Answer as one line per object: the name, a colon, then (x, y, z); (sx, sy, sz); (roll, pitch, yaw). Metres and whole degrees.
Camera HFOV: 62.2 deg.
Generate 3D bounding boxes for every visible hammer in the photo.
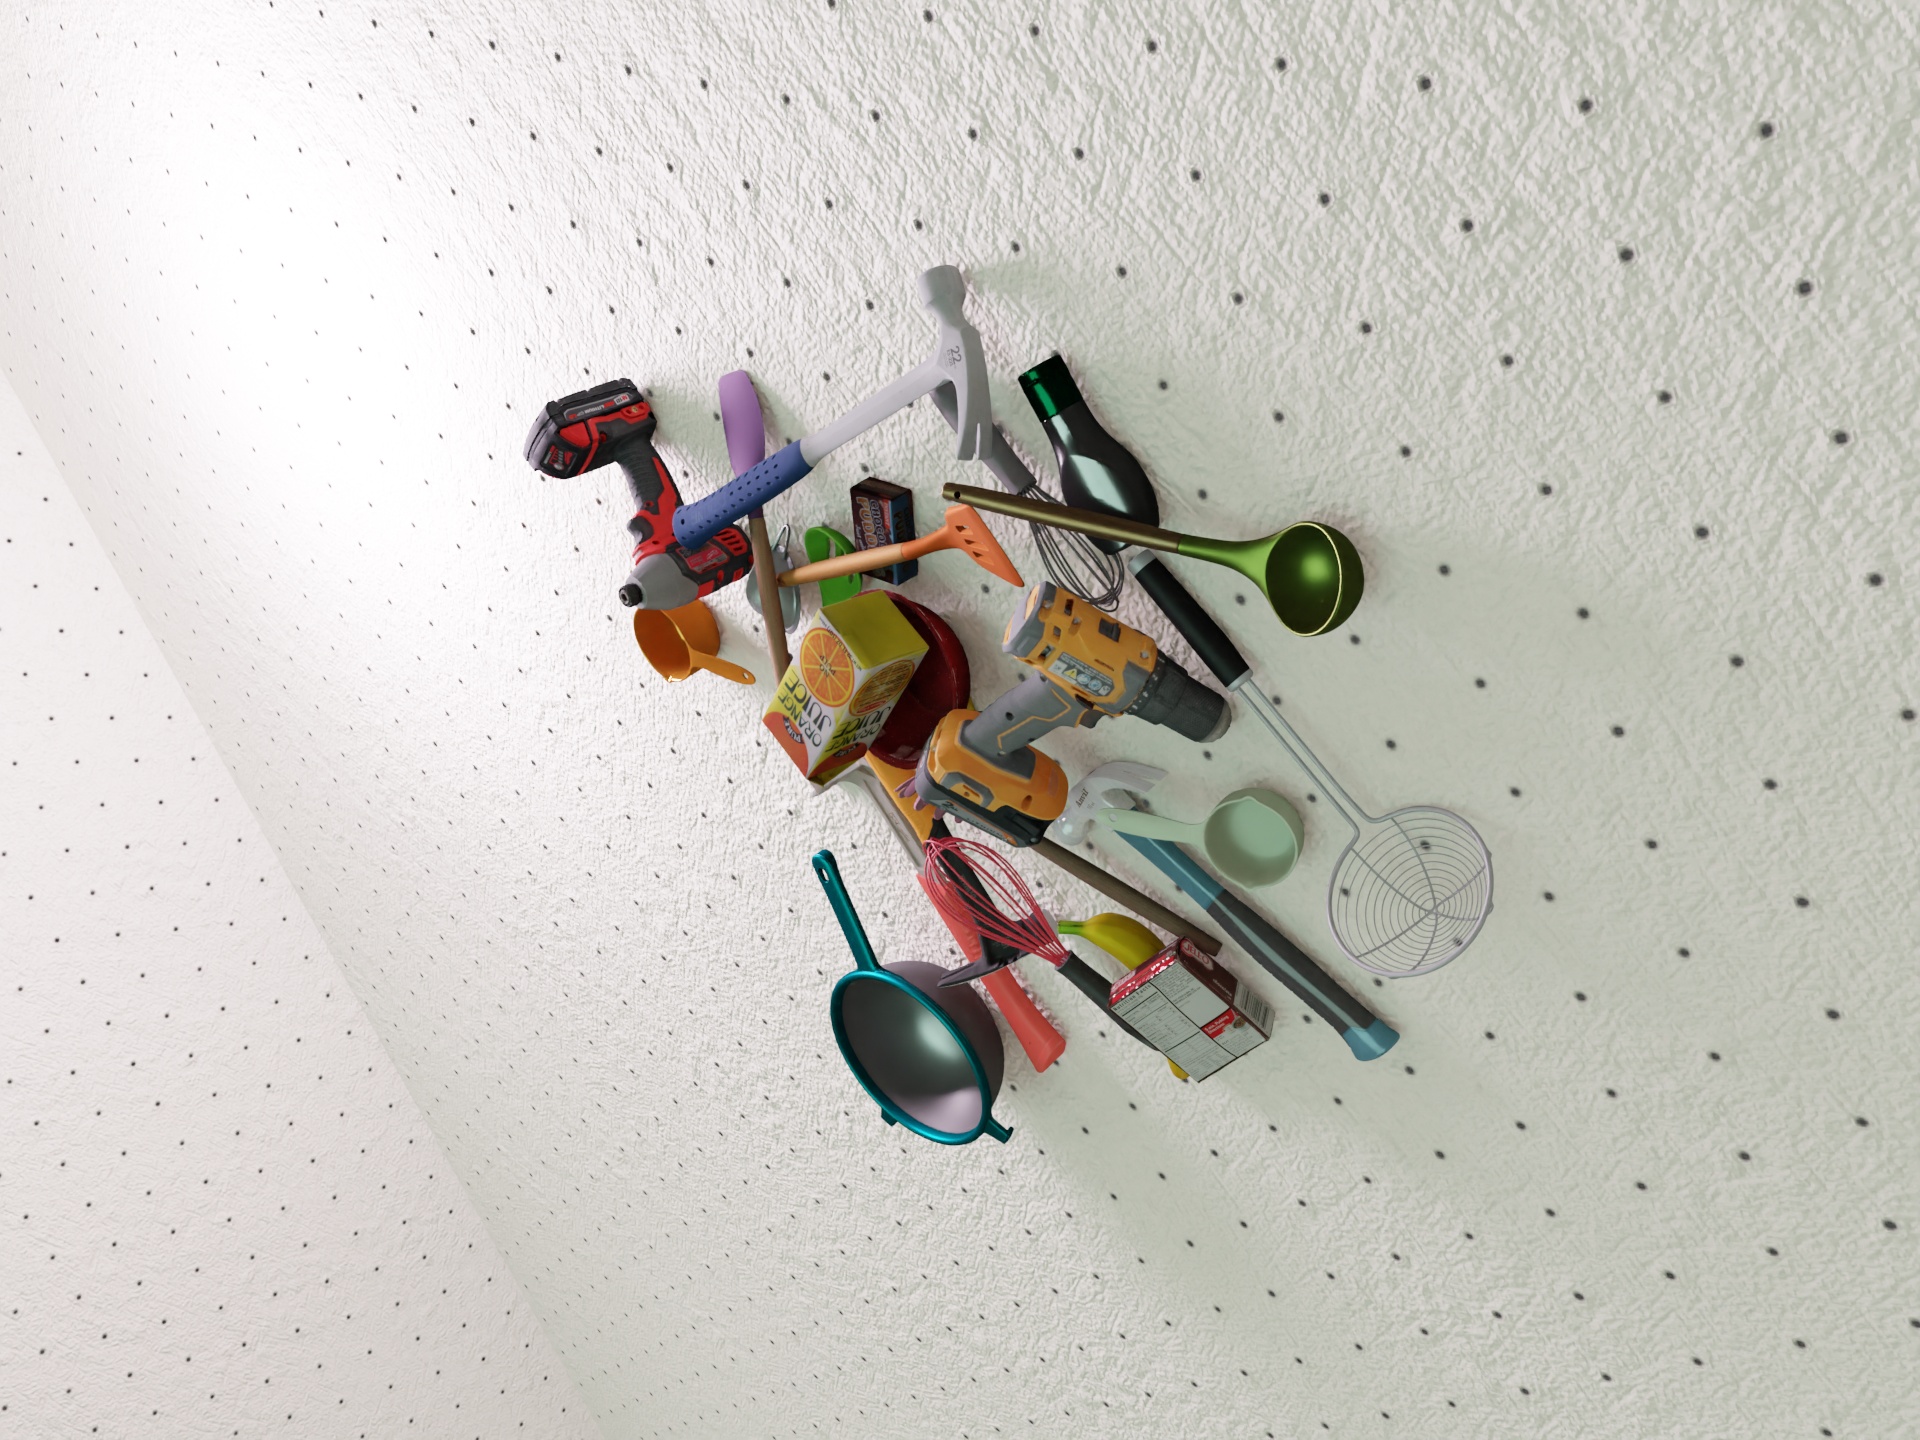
hammer: (-0.119, -0.221, 1.319); (0.405, 0.035, 0.144); (-21, 82, 46)
hammer: (0.220, 0.157, 1.308); (0.331, 0.033, 0.128); (42, 141, 15)
hammer: (-0.044, 0.087, 1.479); (0.127, 0.034, 0.337); (-29, 96, 17)
hammer: (-0.011, 0.190, 1.566); (0.149, 0.037, 0.359); (-28, 95, 51)

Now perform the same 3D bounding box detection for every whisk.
whisk: (0.047, -0.179, 1.230); (0.239, 0.055, 0.055); (52, 142, 9)
whisk: (0.078, 0.204, 1.433); (0.295, 0.073, 0.073); (41, 142, -8)

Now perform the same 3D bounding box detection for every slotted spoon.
slotted spoon: (-0.130, -0.063, 1.512); (0.070, 0.031, 0.313); (36, 140, 22)

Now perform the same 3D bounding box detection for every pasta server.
pasta server: (0.084, 0.126, 1.392); (0.316, 0.040, 0.060); (30, 170, 16)

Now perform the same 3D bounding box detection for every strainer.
strainer: (-0.172, -0.064, 1.528); (0.087, 0.050, 0.258); (42, 143, 51)
strainer: (-0.052, 0.266, 1.617); (0.211, 0.095, 0.340); (-8, 110, 47)

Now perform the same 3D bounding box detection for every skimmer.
skimmer: (0.236, 0.020, 1.144); (0.127, 0.090, 0.363); (-42, 81, 19)

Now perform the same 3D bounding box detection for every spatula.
spatula: (-0.065, -0.133, 1.330); (0.323, 0.041, 0.081); (-6, 128, 49)
spatula: (-0.178, -0.157, 1.435); (0.060, 0.018, 0.316); (-3, 97, 47)

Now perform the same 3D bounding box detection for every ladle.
ladle: (0.127, -0.128, 1.122); (0.320, 0.062, 0.078); (16, 111, 21)

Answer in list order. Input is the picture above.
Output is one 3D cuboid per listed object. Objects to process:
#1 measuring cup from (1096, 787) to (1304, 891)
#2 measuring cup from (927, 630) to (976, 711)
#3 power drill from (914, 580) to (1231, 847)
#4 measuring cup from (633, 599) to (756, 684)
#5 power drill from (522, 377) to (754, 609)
measuring cup: (0.190, 0.082, 1.254); (0.168, 0.038, 0.083); (9, 117, 28)
measuring cup: (-0.002, -0.005, 1.419); (0.062, 0.029, 0.156); (-9, 110, 49)
power drill: (0.086, 0.008, 1.255); (0.185, 0.084, 0.226); (28, 133, -12)
measuring cup: (-0.255, -0.076, 1.611); (0.174, 0.052, 0.095); (22, 131, 32)
power drill: (-0.307, -0.204, 1.499); (0.220, 0.143, 0.078); (54, 139, 5)
